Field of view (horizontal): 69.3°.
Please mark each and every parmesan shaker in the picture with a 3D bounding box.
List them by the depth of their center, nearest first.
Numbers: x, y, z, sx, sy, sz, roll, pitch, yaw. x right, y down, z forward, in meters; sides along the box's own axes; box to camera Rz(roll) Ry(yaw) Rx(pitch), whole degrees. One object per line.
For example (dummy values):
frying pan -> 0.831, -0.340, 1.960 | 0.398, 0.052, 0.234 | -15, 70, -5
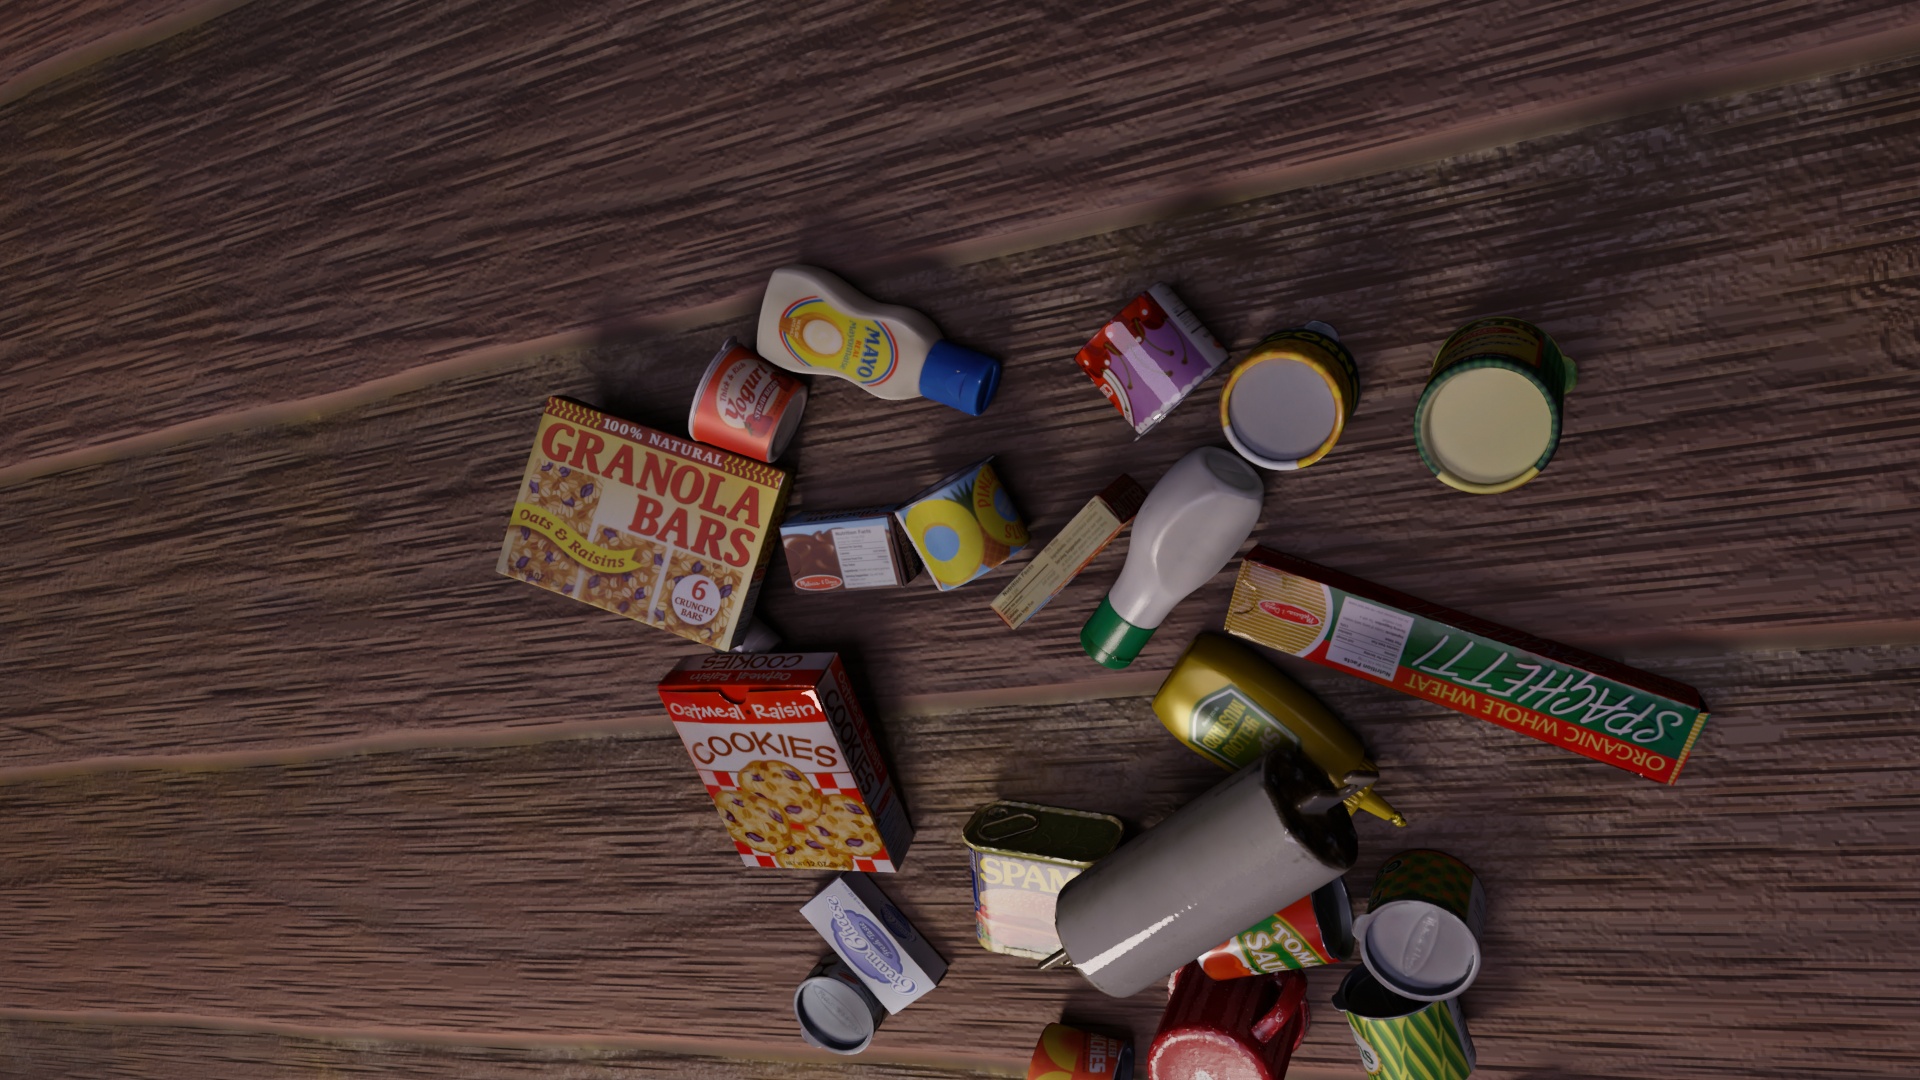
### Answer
parmesan shaker -> 0.264, -0.069, 0.682 | 0.071, 0.103, 0.071 | 8, 111, 21

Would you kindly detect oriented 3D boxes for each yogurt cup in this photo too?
yogurt cup -> -0.132, -0.084, 0.875 | 0.054, 0.073, 0.072 | 25, 117, 5

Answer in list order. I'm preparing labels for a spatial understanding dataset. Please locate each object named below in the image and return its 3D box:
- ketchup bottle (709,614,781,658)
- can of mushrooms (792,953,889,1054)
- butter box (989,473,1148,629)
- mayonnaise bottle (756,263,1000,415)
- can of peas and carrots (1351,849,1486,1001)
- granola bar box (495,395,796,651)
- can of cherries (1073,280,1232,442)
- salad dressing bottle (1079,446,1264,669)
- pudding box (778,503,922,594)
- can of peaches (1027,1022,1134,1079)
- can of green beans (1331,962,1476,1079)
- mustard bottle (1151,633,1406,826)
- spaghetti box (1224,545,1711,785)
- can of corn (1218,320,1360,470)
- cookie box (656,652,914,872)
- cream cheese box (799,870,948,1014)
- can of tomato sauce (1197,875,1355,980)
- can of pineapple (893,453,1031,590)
ketchup bottle -> -0.189, 0.033, 0.952 | 0.149, 0.044, 0.064 | 41, 112, 5
can of mushrooms -> -0.089, 0.342, 1.025 | 0.071, 0.033, 0.070 | 8, 111, 20
butter box -> 0.065, 0.007, 0.826 | 0.024, 0.053, 0.103 | 46, 119, 6
mayonnaise bottle -> -0.049, -0.117, 0.838 | 0.148, 0.041, 0.064 | 22, 114, 16
can of peas and carrots -> 0.268, 0.222, 0.810 | 0.071, 0.059, 0.070 | 8, 111, 22
granola bar box -> -0.205, -0.012, 0.910 | 0.166, 0.039, 0.124 | 18, 93, 7
can of cherries -> 0.103, -0.098, 0.763 | 0.058, 0.072, 0.071 | 49, 120, 1
salad dressing bottle -> 0.118, 0.014, 0.805 | 0.064, 0.044, 0.147 | 10, 129, -28
pudding box -> -0.071, 0.005, 0.899 | 0.083, 0.030, 0.049 | -5, 107, 25
can of peaches -> 0.081, 0.364, 0.939 | 0.058, 0.071, 0.071 | 8, 111, 22
can of green beans -> 0.267, 0.289, 0.830 | 0.071, 0.071, 0.057 | -15, 102, 28
mustard bottle -> 0.192, 0.119, 0.812 | 0.160, 0.049, 0.065 | 33, 120, 10
spaghetti box -> 0.273, 0.066, 0.769 | 0.250, 0.029, 0.050 | 19, 115, 17
can of corn -> 0.177, -0.078, 0.743 | 0.071, 0.058, 0.071 | 8, 112, 21
cookie box -> -0.116, 0.152, 0.940 | 0.123, 0.040, 0.166 | -4, 123, 25
cream cheese box -> -0.062, 0.287, 0.998 | 0.104, 0.024, 0.053 | 47, 121, 2
can of tomato sauce -> 0.187, 0.229, 0.842 | 0.083, 0.071, 0.071 | -20, 99, 29
can of pineapple -> 0.003, -0.011, 0.839 | 0.071, 0.071, 0.058 | -26, 97, 29
